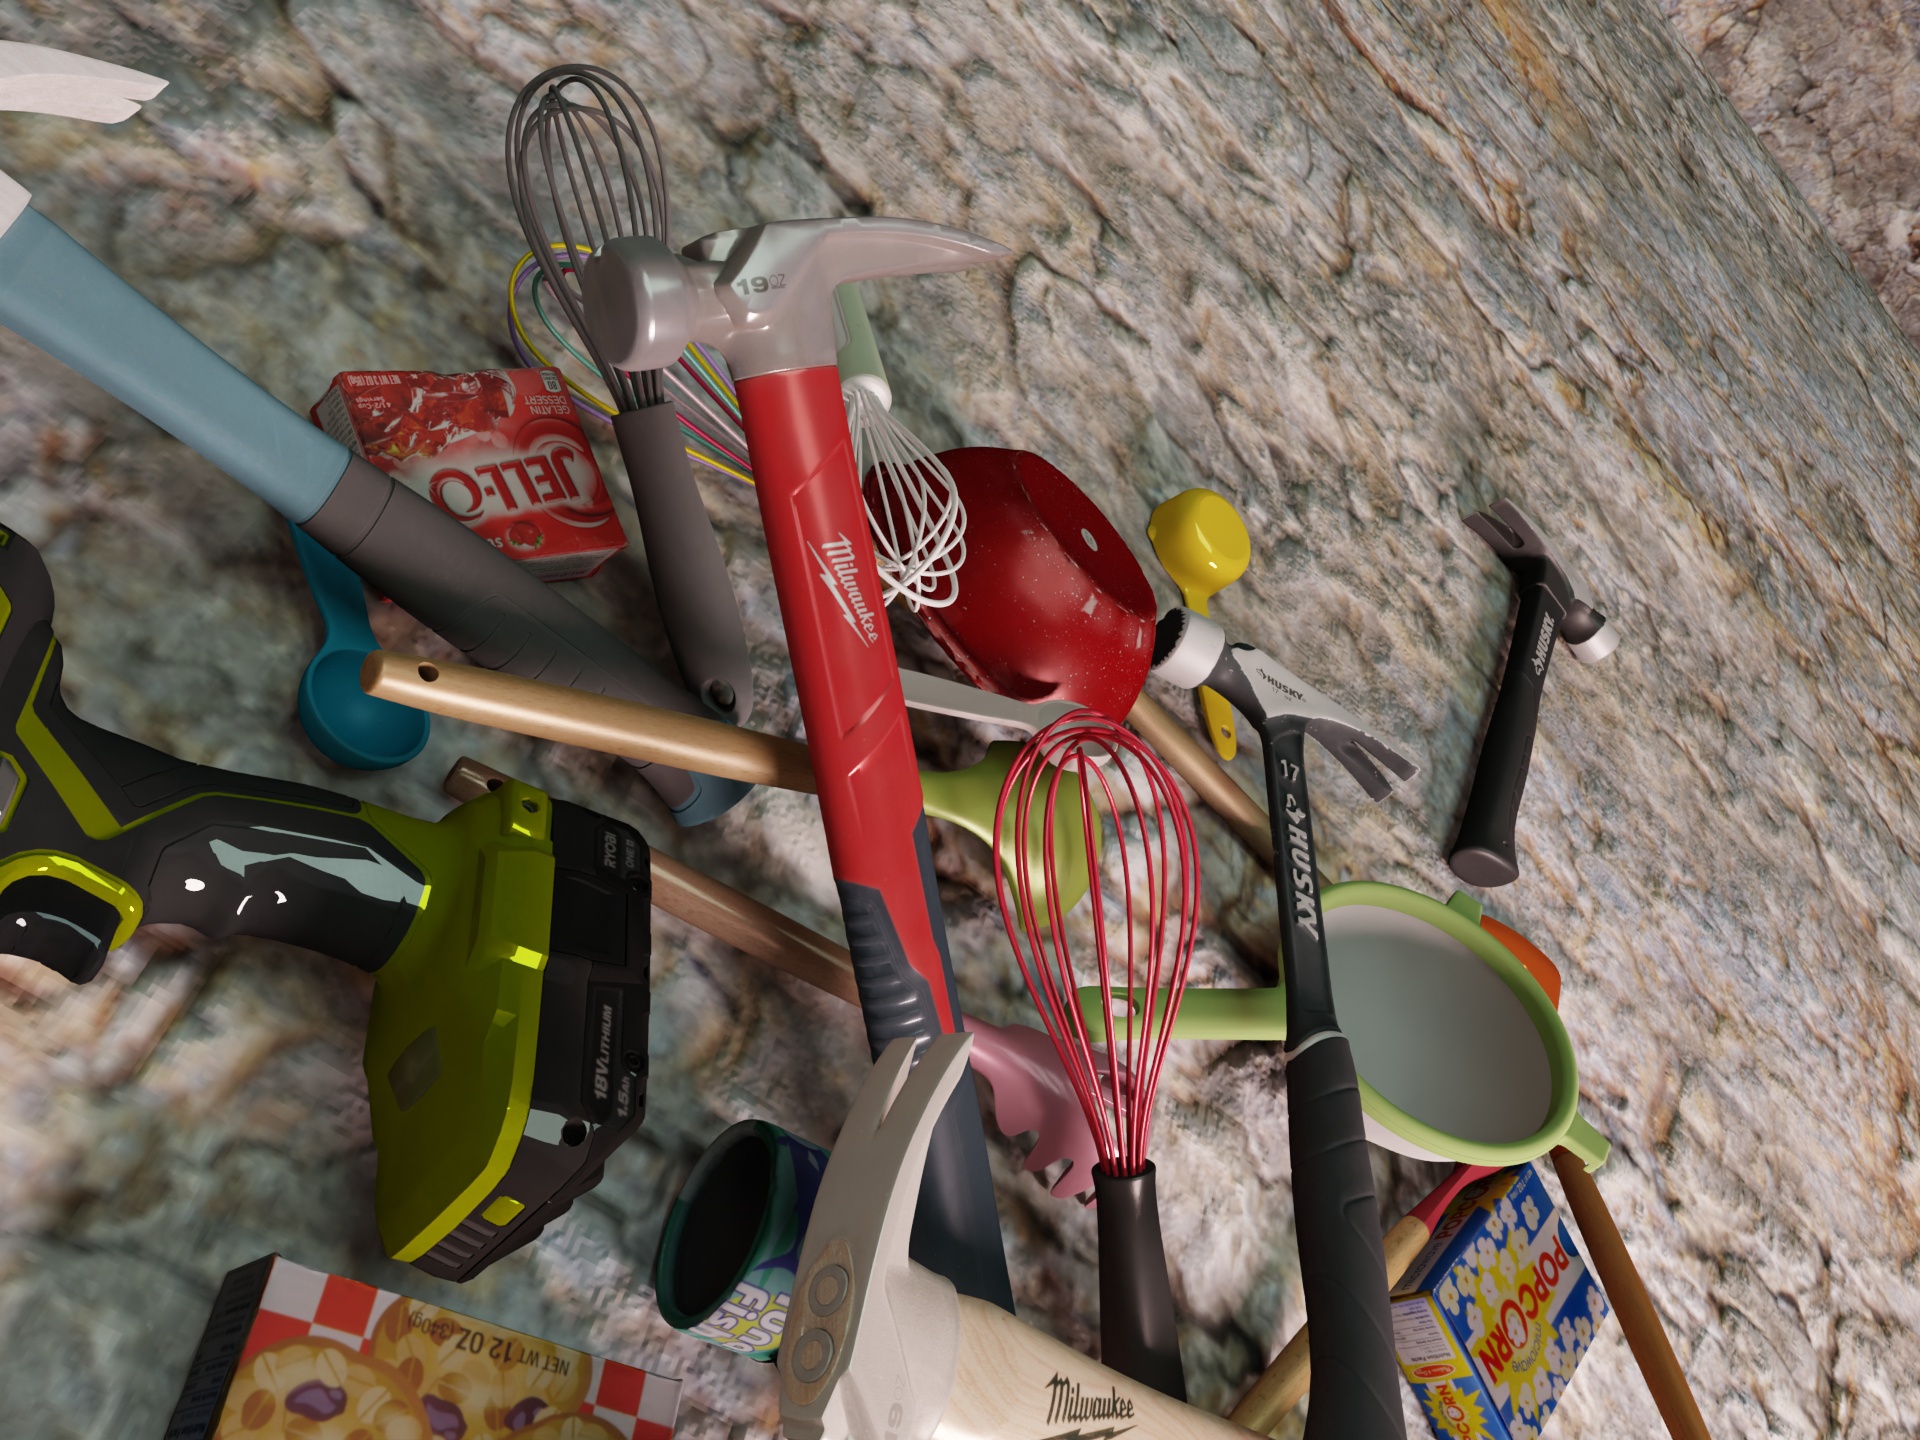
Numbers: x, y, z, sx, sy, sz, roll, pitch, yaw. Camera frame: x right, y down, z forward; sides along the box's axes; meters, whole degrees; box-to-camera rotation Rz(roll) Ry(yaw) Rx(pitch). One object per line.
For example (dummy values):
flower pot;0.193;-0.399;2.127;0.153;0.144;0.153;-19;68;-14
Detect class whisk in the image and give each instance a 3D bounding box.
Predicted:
whisk;0.058;0.142;0.573;0.073;0.073;0.296;-10;96;-47
whisk;-0.040;-0.125;0.642;0.059;0.058;0.247;29;29;-33
whisk;-0.110;-0.110;0.567;0.055;0.055;0.239;-29;111;-49
whisk;-0.076;-0.106;0.645;0.244;0.051;0.047;37;41;-28

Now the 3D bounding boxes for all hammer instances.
hammer;0.090;0.249;0.546;0.410;0.038;0.146;40;51;-38
hammer;-0.015;0.034;0.523;0.143;0.038;0.386;-17;101;-36
hammer;0.146;0.120;0.650;0.149;0.036;0.409;26;41;-19
hammer;0.355;-0.015;1.020;0.146;0.035;0.335;48;43;-14
hammer;-0.180;-0.060;0.475;0.330;0.033;0.128;41;59;-38

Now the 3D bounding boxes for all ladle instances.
ladle;-0.060;0.021;0.552;0.320;0.062;0.078;15;57;-44
ladle;0.190;0.239;0.707;0.031;0.069;0.315;40;42;23

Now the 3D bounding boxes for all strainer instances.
strainer;0.154;0.148;0.717;0.256;0.069;0.152;5;44;-23

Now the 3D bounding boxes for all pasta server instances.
pasta server;-0.044;0.096;0.576;0.316;0.040;0.060;32;49;-23

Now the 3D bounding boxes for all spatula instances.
spatula;0.322;0.237;0.802;0.081;0.041;0.323;32;29;-28

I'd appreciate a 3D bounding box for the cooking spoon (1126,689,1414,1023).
cooking spoon;0.173;0.079;0.800;0.318;0.017;0.069;44;39;-18

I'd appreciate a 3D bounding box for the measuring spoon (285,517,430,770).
measuring spoon;-0.203;-0.038;0.505;0.042;0.021;0.129;9;52;-55

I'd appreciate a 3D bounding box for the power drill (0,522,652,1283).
power drill;-0.194;0.057;0.386;0.228;0.080;0.191;27;34;-31

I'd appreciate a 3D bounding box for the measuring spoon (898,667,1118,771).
measuring spoon;-0.001;-0.002;0.602;0.124;0.018;0.034;14;34;-9

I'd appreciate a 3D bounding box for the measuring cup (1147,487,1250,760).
measuring cup;0.135;-0.054;0.828;0.062;0.029;0.157;18;55;-37
